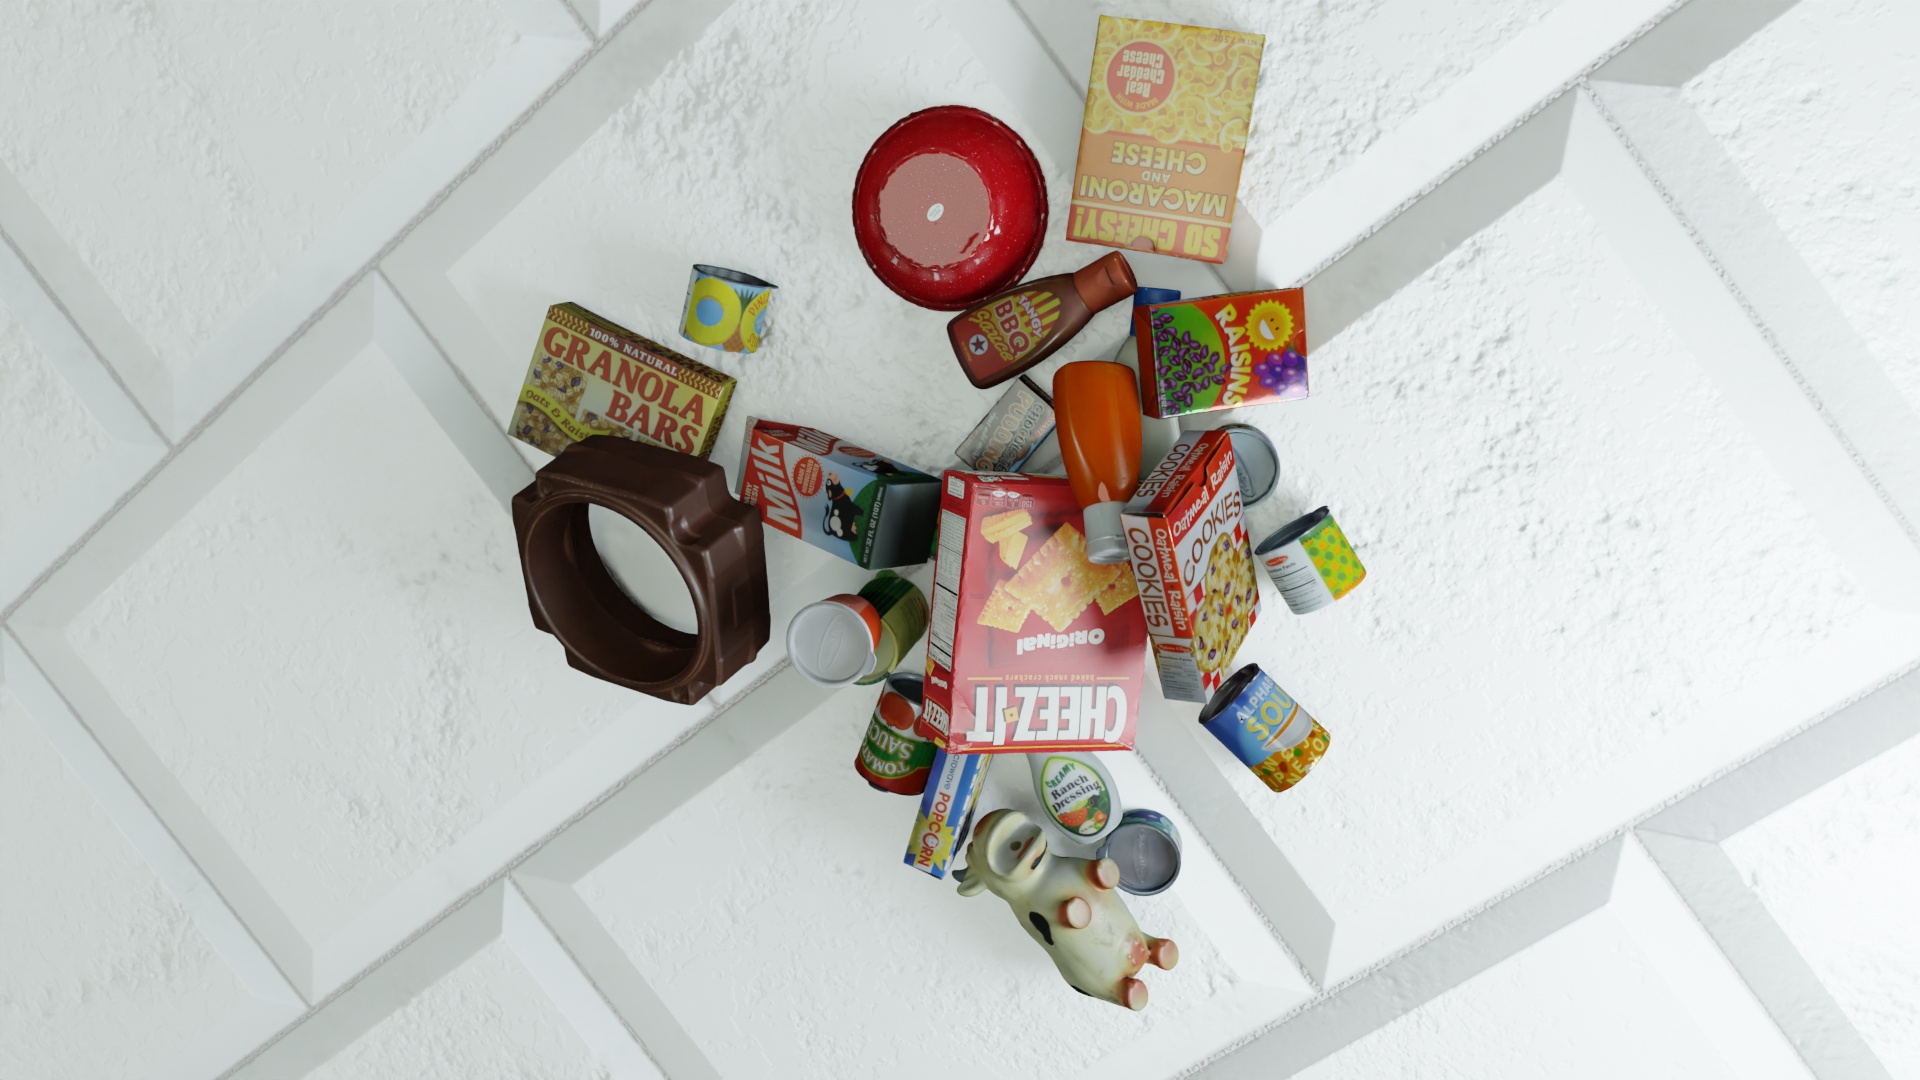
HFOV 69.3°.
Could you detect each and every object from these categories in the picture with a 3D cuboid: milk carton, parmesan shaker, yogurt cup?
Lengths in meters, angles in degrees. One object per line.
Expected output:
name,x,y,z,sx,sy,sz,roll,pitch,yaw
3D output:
milk carton,-0.112,-0.042,1.121,0.191,0.073,0.072,22,107,34
parmesan shaker,-0.070,0.070,1.139,0.071,0.103,0.071,3,102,12
yogurt cup,-0.093,0.073,1.061,0.072,0.054,0.072,3,103,12

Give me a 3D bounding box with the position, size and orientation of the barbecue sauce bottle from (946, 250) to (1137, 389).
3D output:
barbecue sauce bottle,0.065,-0.175,1.081,0.148,0.044,0.065,-25,86,23

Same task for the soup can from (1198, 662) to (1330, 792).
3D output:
soup can,0.244,0.148,1.106,0.084,0.071,0.071,43,107,0

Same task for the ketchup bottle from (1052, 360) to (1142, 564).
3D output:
ketchup bottle,0.105,-0.058,1.028,0.065,0.043,0.149,2,71,-19

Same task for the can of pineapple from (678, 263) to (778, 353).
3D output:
can of pineapple,-0.190,-0.188,1.130,0.071,0.071,0.057,18,106,8

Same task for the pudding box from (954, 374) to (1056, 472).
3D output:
pudding box,0.041,-0.087,1.121,0.049,0.030,0.083,42,107,0

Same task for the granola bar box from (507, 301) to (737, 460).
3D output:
granola bar box,-0.287,-0.113,1.181,0.166,0.039,0.123,26,107,6

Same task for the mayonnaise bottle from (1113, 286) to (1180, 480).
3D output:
mayonnaise bottle,0.146,-0.123,1.086,0.065,0.041,0.147,7,102,7

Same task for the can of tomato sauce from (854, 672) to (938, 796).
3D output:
can of tomato sauce,-0.046,0.163,1.171,0.071,0.071,0.083,22,105,7

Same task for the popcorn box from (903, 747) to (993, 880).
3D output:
popcorn box,-0.004,0.206,1.163,0.038,0.085,0.126,19,106,9

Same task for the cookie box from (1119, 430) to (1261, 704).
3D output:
cookie box,0.177,0.018,1.038,0.040,0.123,0.166,3,124,33

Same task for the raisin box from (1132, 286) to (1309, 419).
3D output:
raisin box,0.198,-0.142,1.047,0.123,0.040,0.086,-9,100,-12

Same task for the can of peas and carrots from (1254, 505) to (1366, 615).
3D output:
can of peas and carrots,0.273,0.015,1.076,0.071,0.071,0.058,-31,94,16

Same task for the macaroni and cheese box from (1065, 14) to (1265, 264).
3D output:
macaroni and cheese box,0.153,-0.300,1.047,0.124,0.040,0.166,11,103,11

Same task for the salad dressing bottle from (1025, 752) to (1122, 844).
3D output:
salad dressing bottle,0.079,0.181,1.162,0.064,0.044,0.147,-32,93,8

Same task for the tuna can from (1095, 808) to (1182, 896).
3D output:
tuna can,0.151,0.262,1.169,0.071,0.033,0.071,2,102,11

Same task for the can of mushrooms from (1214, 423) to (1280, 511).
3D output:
can of mushrooms,0.214,-0.057,1.088,0.071,0.033,0.071,2,103,11

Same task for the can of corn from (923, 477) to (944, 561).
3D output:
can of corn,0.004,-0.014,1.125,0.071,0.071,0.058,14,104,9
